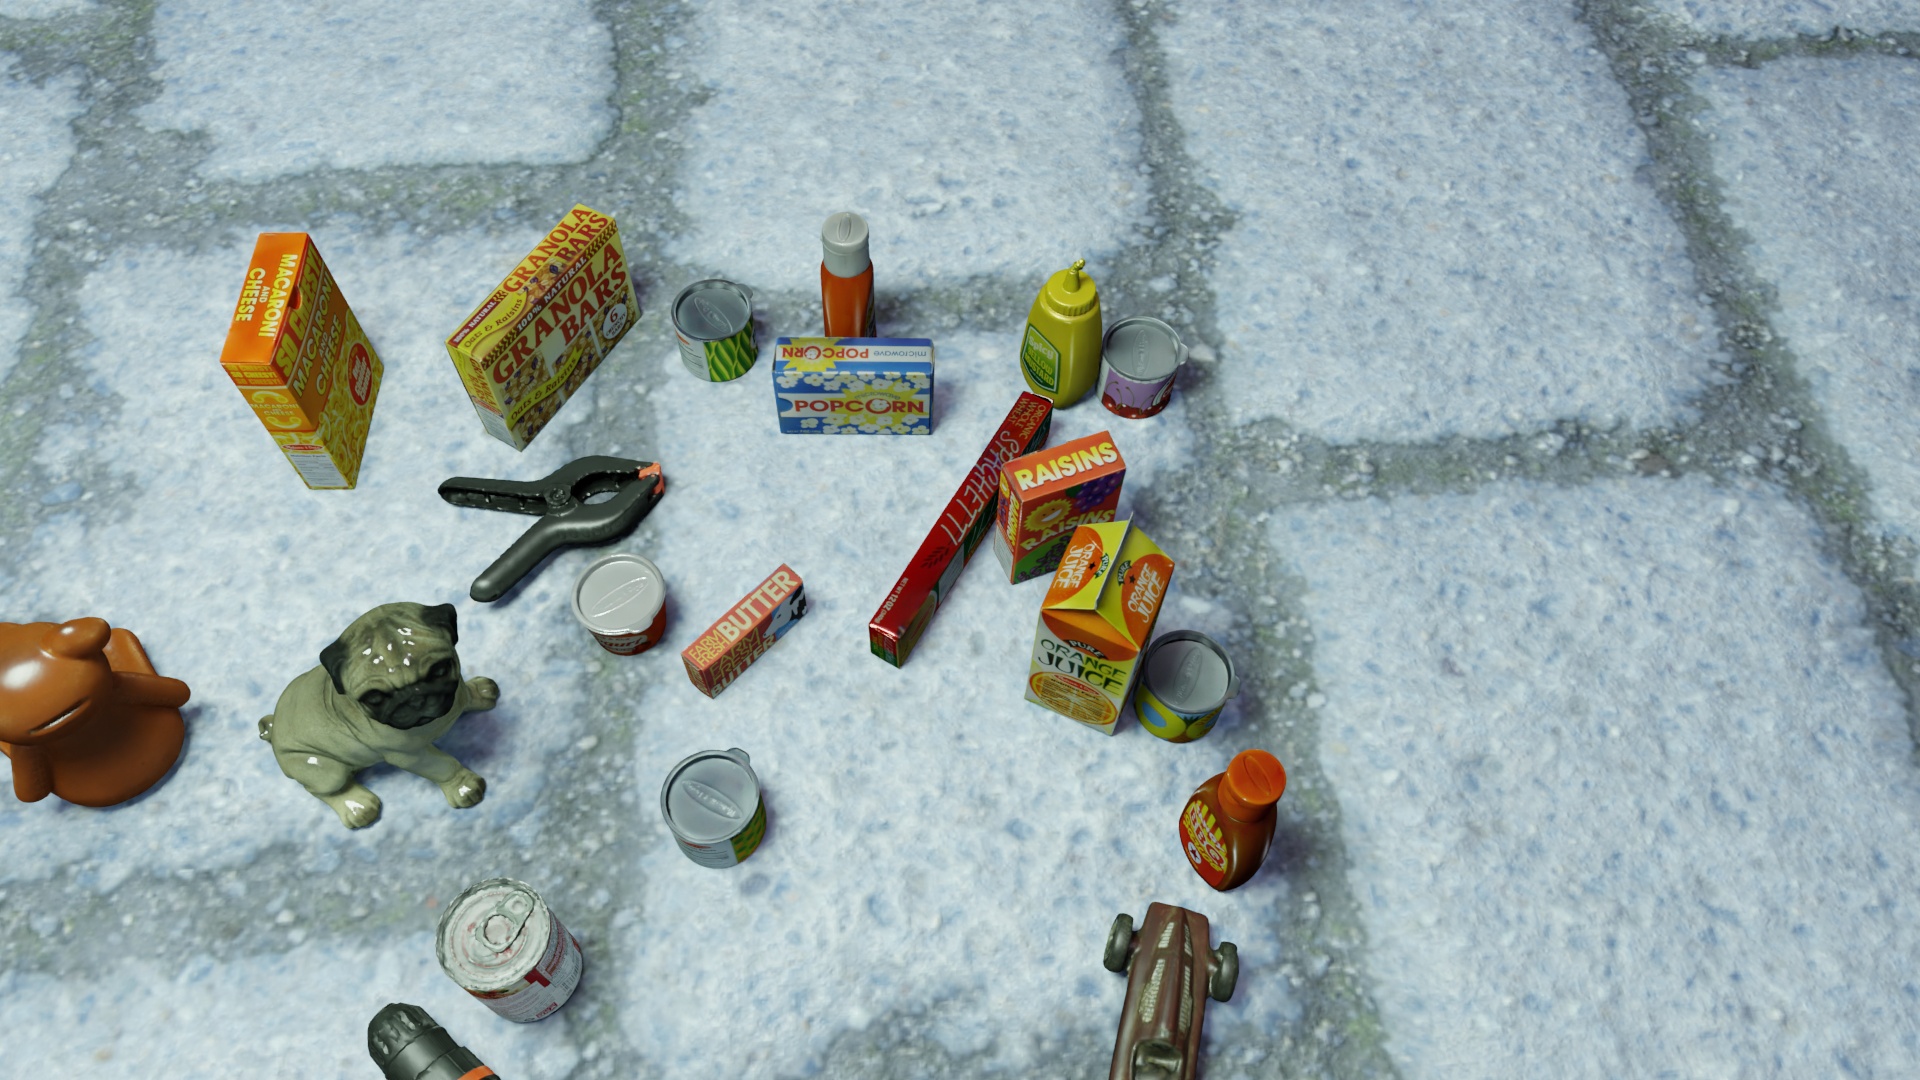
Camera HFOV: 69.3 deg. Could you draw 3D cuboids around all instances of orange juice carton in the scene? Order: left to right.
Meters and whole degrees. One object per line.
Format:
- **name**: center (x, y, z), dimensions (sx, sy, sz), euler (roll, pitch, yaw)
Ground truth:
- **orange juice carton**: center (0.095, 0.057, 0.959), dimensions (0.073, 0.191, 0.072), euler (22, 62, 10)

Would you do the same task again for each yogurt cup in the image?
- **yogurt cup**: center (-0.250, 0.050, 1.031), dimensions (0.072, 0.053, 0.073), euler (1, 60, -1)

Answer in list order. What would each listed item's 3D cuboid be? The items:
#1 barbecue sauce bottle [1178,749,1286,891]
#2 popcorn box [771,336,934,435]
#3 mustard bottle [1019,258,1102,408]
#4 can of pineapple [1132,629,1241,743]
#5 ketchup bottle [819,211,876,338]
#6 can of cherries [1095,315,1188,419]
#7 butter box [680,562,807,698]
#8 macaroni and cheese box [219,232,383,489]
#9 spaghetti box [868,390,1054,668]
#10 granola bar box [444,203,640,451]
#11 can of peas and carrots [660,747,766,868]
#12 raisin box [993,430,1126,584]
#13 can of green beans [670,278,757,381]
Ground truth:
- **barbecue sauce bottle**: center (0.181, 0.181, 0.914), dimensions (0.044, 0.147, 0.065), euler (-22, 63, -14)
- **popcorn box**: center (-0.084, -0.124, 1.121), dimensions (0.127, 0.084, 0.038), euler (0, 60, -2)
- **mustard bottle**: center (0.083, -0.172, 1.111), dimensions (0.049, 0.159, 0.065), euler (-35, 67, -20)
- **can of pineapple**: center (0.163, 0.108, 1.009), dimensions (0.071, 0.057, 0.071), euler (1, 60, -1)
- **ketchup bottle**: center (-0.092, -0.203, 1.130), dimensions (0.043, 0.148, 0.065), euler (4, 60, 0)
- **can of cherries**: center (0.150, -0.142, 1.155), dimensions (0.071, 0.058, 0.072), euler (1, 60, -1)
- **butter box**: center (-0.158, 0.067, 1.024), dimensions (0.024, 0.053, 0.104), euler (39, 66, 19)
- **macaroni and cheese box**: center (-0.499, -0.135, 1.066), dimensions (0.040, 0.165, 0.124), euler (0, 60, -2)
- **spaghetti box**: center (0.004, -0.014, 1.079), dimensions (0.029, 0.050, 0.251), euler (26, 62, 13)
- **granola bar box**: center (-0.331, -0.171, 1.117), dimensions (0.039, 0.123, 0.166), euler (26, 62, 13)
- **can of peas and carrots**: center (-0.167, 0.183, 0.953), dimensions (0.071, 0.058, 0.071), euler (1, 60, -1)
- **raisin box**: center (0.073, -0.024, 1.045), dimensions (0.086, 0.122, 0.040), euler (-18, 62, -12)
- **can of green beans**: center (-0.205, -0.175, 1.162), dimensions (0.071, 0.057, 0.071), euler (1, 60, -1)
